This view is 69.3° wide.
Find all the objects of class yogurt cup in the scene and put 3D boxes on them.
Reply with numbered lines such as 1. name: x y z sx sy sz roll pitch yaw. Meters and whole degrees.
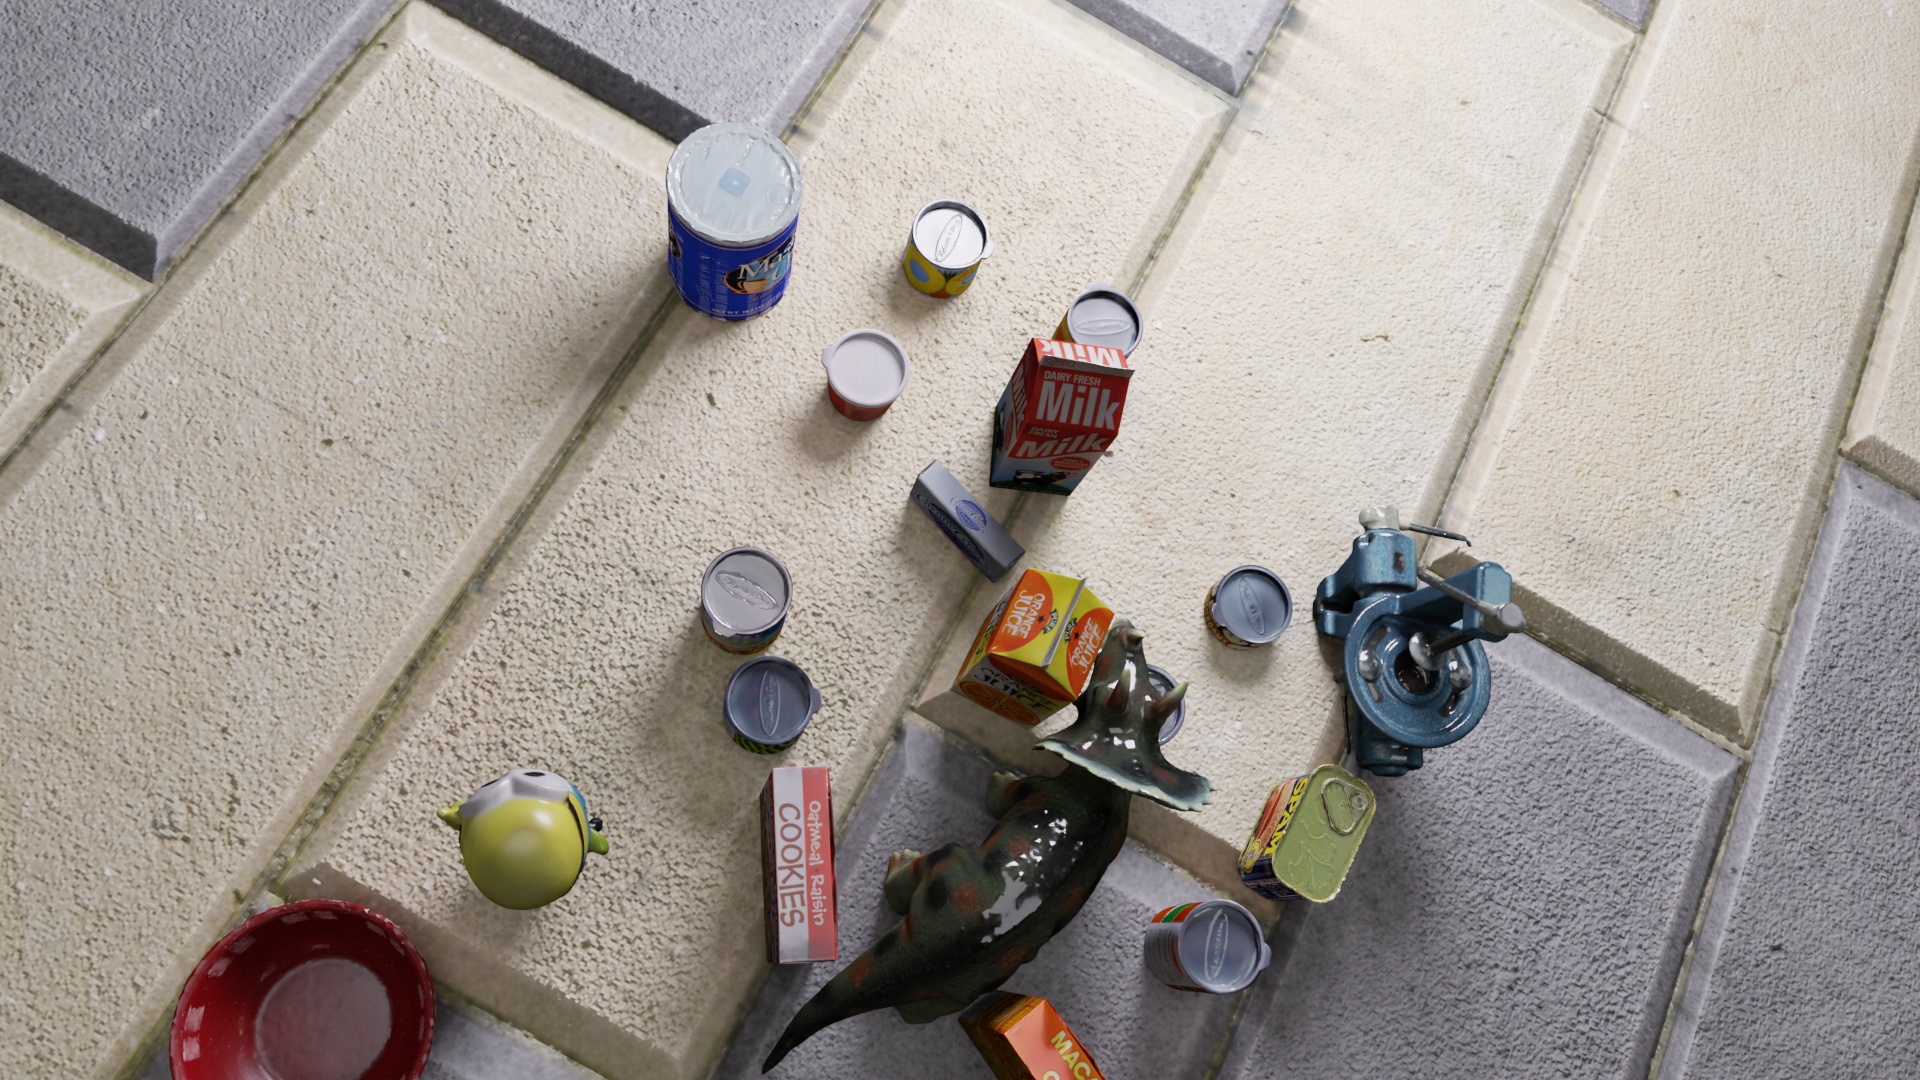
1. yogurt cup: -0.078 -0.132 1.133 0.072 0.053 0.072 3 73 -10

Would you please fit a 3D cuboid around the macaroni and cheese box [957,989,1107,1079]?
1. macaroni and cheese box: 0.062 0.370 0.948 0.040 0.166 0.124 -34 83 -18

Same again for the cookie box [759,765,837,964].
1. cookie box: -0.113 0.226 0.957 0.040 0.167 0.123 -2 74 -12

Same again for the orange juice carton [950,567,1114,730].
1. orange juice carton: 0.055 0.079 1.021 0.073 0.192 0.072 28 71 -2

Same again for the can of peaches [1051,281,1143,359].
1. can of peaches: 0.115 -0.176 1.183 0.071 0.058 0.071 3 73 -10

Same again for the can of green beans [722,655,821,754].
1. can of green beans: -0.144 0.124 1.040 0.071 0.057 0.071 3 73 -10

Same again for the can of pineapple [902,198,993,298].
1. can of pineapple: -0.012 -0.246 1.179 0.071 0.057 0.071 3 73 -10

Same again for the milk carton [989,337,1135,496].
1. milk carton: 0.076 -0.101 1.082 0.072 0.190 0.073 7 73 -9

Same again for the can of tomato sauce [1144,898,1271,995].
1. can of tomato sauce: 0.183 0.303 1.036 0.071 0.083 0.071 3 73 -10

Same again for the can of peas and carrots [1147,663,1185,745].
1. can of peas and carrots: 0.134 0.132 1.092 0.071 0.058 0.071 3 73 -10

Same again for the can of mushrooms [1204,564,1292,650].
1. can of mushrooms: 0.235 0.056 1.148 0.071 0.033 0.071 3 73 -10

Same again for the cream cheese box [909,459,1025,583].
1. cream cheese box: 0.004 -0.014 1.114 0.024 0.053 0.104 -42 85 -19

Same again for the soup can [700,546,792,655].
1. soup can: -0.164 0.049 1.045 0.071 0.083 0.071 3 73 -10
